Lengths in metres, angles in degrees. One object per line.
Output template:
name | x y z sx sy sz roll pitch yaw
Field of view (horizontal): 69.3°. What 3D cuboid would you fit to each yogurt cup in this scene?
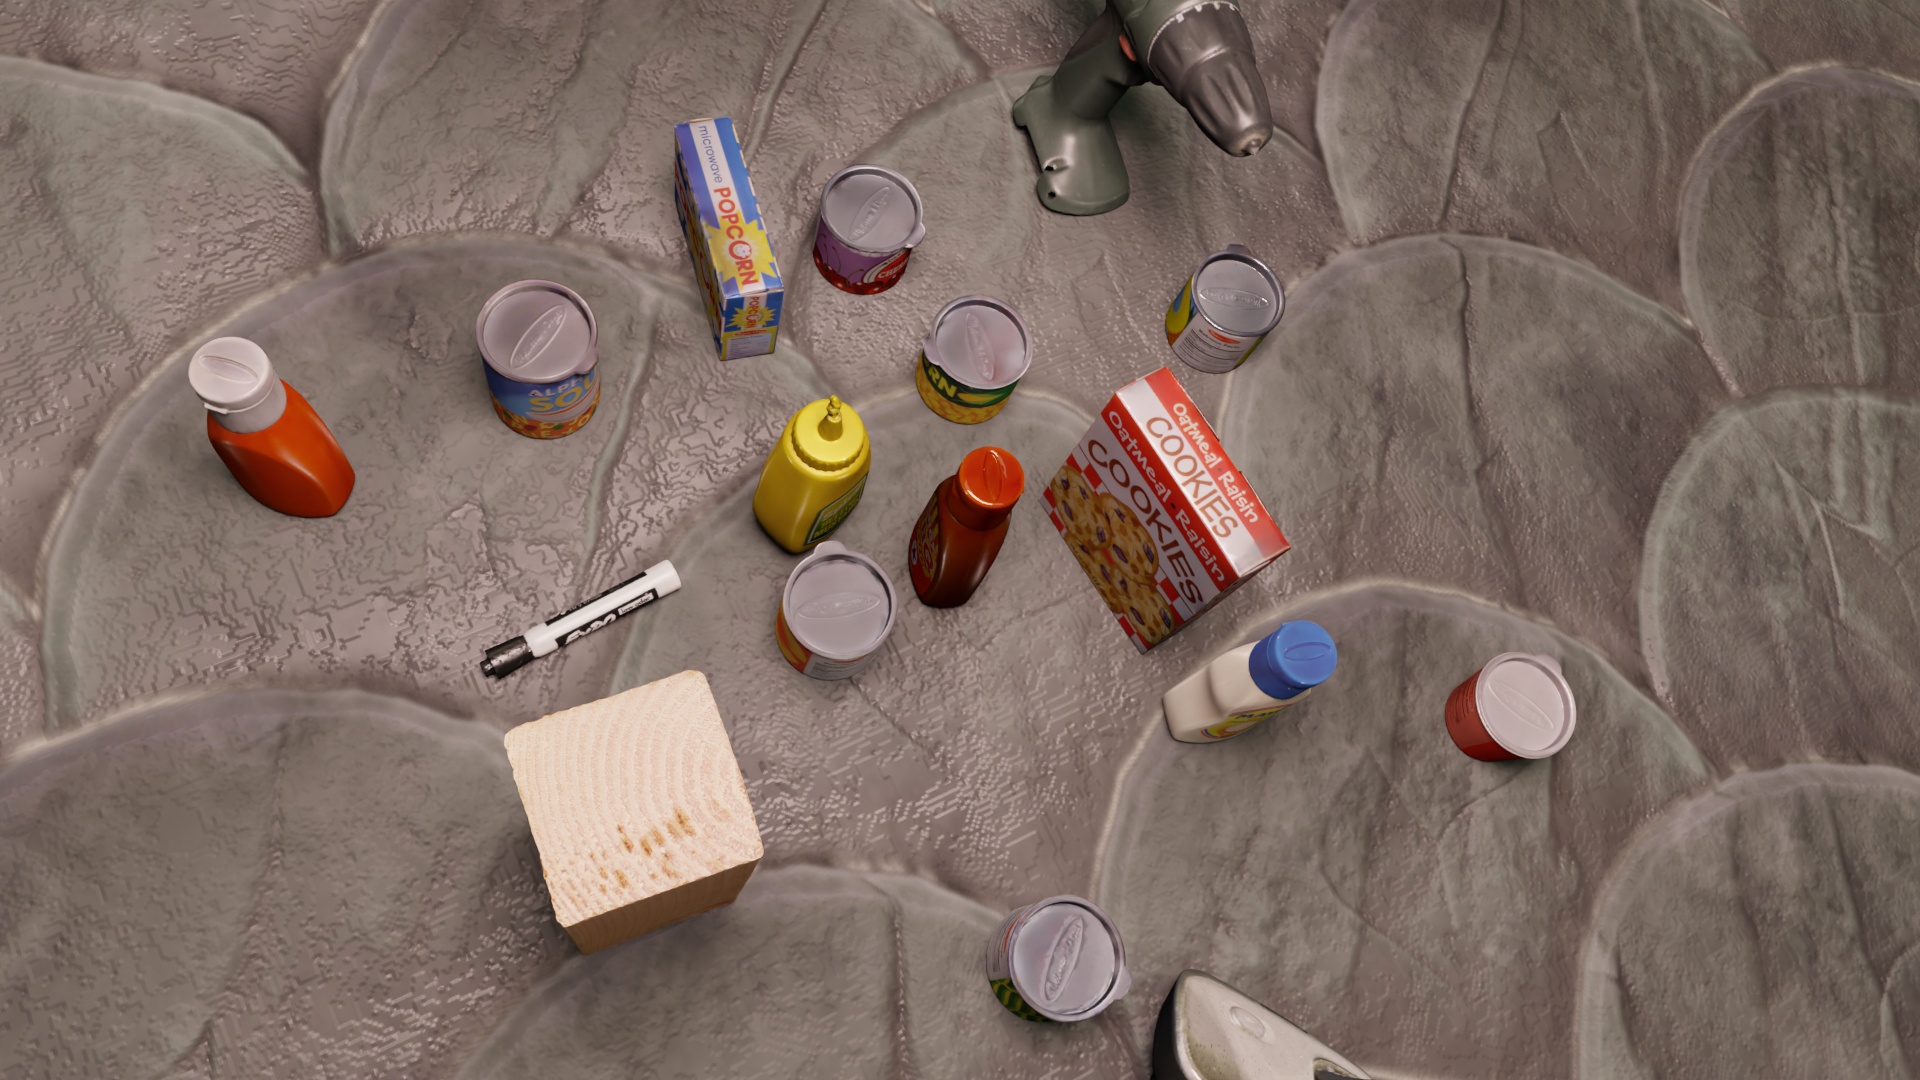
yogurt cup | 0.349 0.110 0.892 0.072 0.053 0.072 4 70 -11

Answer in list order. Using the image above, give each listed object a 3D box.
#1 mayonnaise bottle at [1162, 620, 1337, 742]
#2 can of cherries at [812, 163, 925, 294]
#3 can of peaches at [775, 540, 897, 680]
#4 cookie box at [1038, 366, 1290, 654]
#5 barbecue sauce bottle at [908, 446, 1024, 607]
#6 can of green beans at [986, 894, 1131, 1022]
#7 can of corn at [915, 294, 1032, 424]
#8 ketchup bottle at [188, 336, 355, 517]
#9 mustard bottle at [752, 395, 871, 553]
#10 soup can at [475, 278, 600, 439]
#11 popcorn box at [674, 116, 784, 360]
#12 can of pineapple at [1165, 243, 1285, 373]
mayonnaise bottle | 0.170 0.084 0.810 0.065 0.147 0.041 -7 73 -15
can of cherries | -0.060 -0.201 0.912 0.071 0.058 0.072 4 70 -11
can of peaches | -0.075 0.043 0.820 0.071 0.058 0.071 4 70 -11
cookie box | 0.115 -0.013 0.823 0.040 0.166 0.123 -29 79 -20
barbecue sauce bottle | 0.003 -0.010 0.807 0.044 0.148 0.065 0 71 -12
can of green beans | 0.052 0.235 0.777 0.071 0.057 0.071 4 70 -11
can of corn | 0.005 -0.115 0.895 0.071 0.058 0.071 4 70 -11
ketchup bottle | -0.371 -0.058 0.742 0.065 0.148 0.044 19 68 -5
mustard bottle | -0.081 -0.042 0.794 0.049 0.159 0.065 45 68 6
soup can | -0.245 -0.104 0.821 0.071 0.083 0.071 4 70 -11
popcorn box | -0.148 -0.189 0.874 0.038 0.085 0.127 -13 74 -17
can of pineapple | 0.180 -0.157 0.950 0.071 0.057 0.071 4 70 -11
